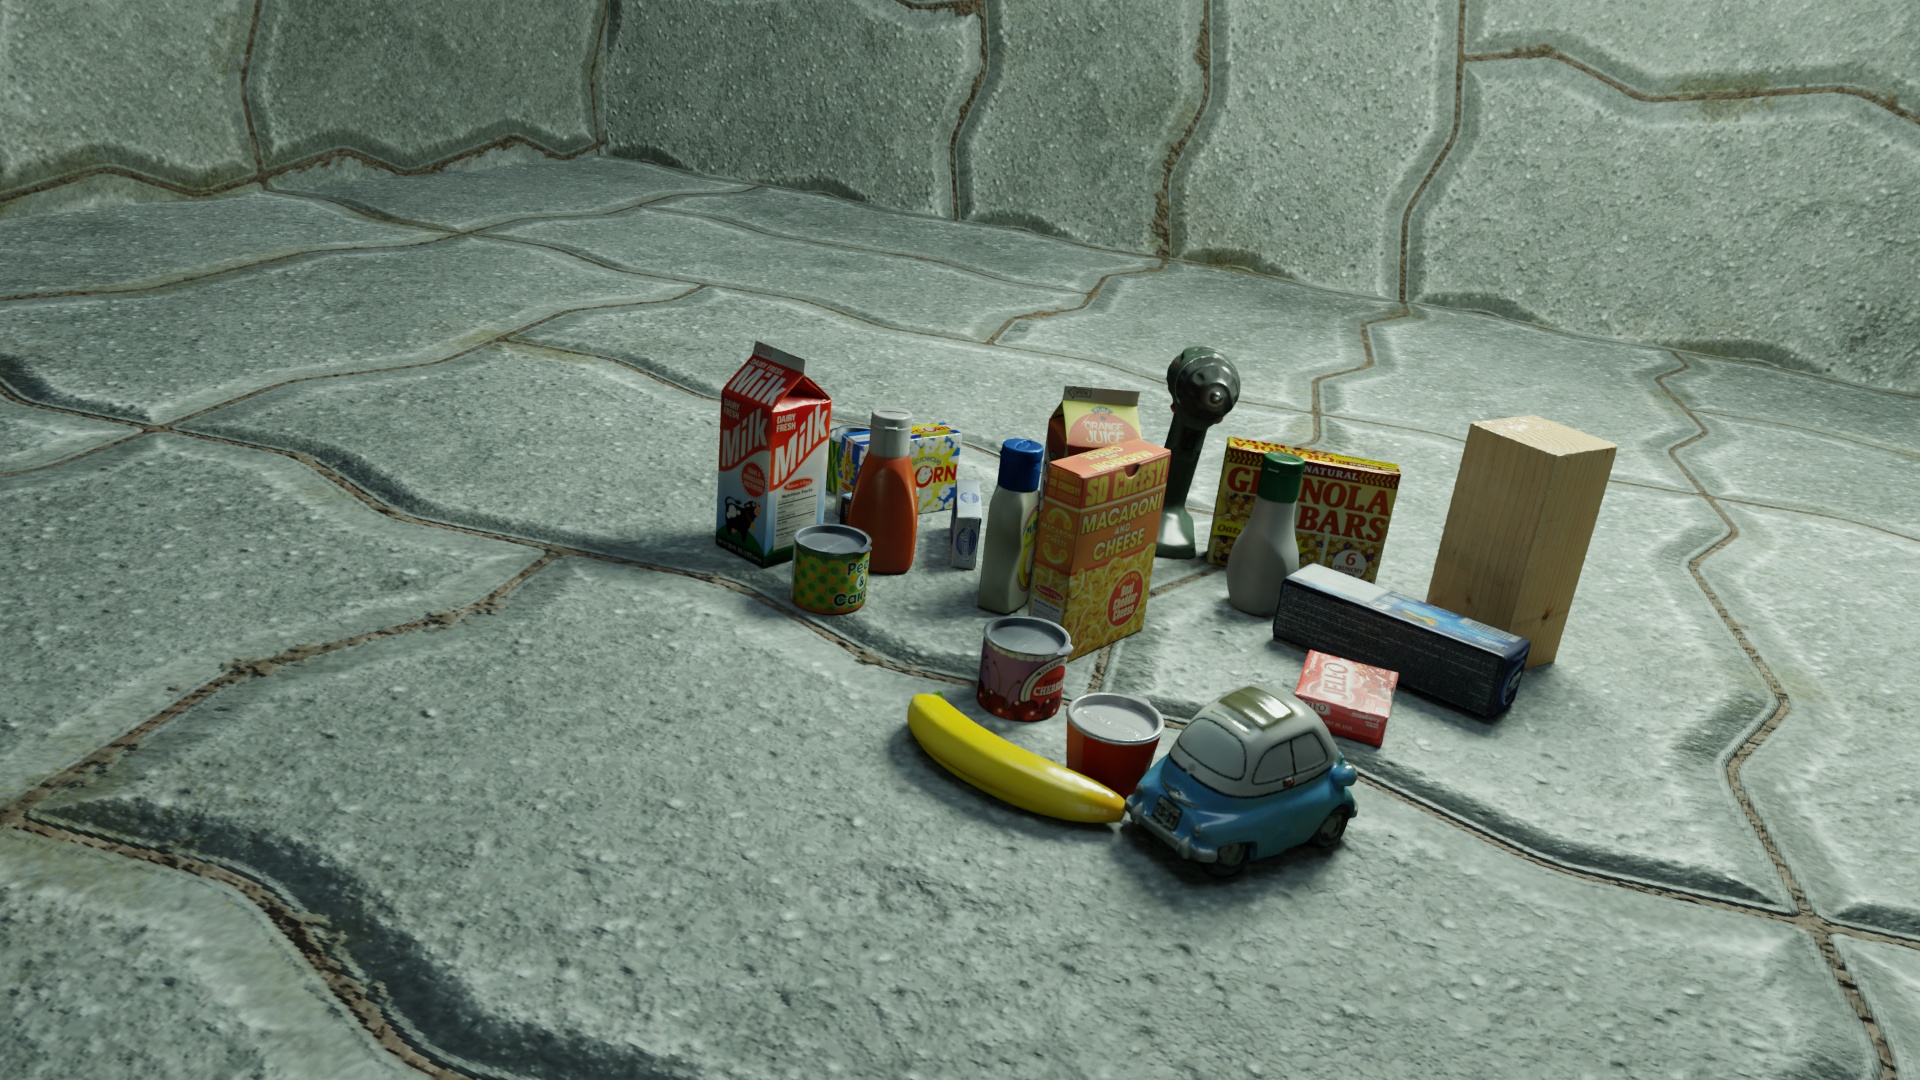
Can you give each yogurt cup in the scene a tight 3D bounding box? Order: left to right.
[{"bbox_3d":[0.104,0.144,0.963,0.072,0.053,0.073,6,22,-2],"label":"yogurt cup"}]

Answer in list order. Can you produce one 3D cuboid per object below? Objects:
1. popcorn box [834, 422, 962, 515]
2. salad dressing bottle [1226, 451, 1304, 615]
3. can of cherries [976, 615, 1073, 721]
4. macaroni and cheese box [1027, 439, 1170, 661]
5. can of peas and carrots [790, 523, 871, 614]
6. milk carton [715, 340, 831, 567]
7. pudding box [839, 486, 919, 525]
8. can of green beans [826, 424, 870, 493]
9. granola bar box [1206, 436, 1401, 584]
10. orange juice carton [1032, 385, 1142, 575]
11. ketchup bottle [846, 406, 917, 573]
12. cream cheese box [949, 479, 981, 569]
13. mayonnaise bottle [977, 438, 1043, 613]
[{"bbox_3d":[-0.062,-0.069,1.399,0.127,0.085,0.038,-10,27,-36],"label":"popcorn box"},{"bbox_3d":[0.281,-0.006,1.261,0.064,0.147,0.044,22,26,34],"label":"salad dressing bottle"},{"bbox_3d":[0.049,0.098,1.055,0.071,0.058,0.072,6,22,-2],"label":"can of cherries"},{"bbox_3d":[0.115,0.008,1.151,0.040,0.165,0.124,24,27,36],"label":"macaroni and cheese box"},{"bbox_3d":[-0.110,0.025,1.190,0.071,0.058,0.071,6,22,-2],"label":"can of peas and carrots"},{"bbox_3d":[-0.169,-0.081,1.257,0.072,0.189,0.074,24,27,36],"label":"milk carton"},{"bbox_3d":[-0.078,-0.025,1.334,0.030,0.049,0.084,22,27,35],"label":"pudding box"},{"bbox_3d":[-0.109,-0.083,1.457,0.071,0.057,0.071,6,22,-2],"label":"can of green beans"},{"bbox_3d":[0.332,-0.026,1.356,0.166,0.123,0.039,10,22,8],"label":"granola bar box"},{"bbox_3d":[0.114,-0.046,1.250,0.072,0.191,0.073,2,22,-11],"label":"orange juice carton"},{"bbox_3d":[-0.068,-0.045,1.254,0.065,0.148,0.044,5,22,-4],"label":"ketchup bottle"},{"bbox_3d":[0.005,-0.017,1.332,0.024,0.053,0.104,5,22,-3],"label":"cream cheese box"},{"bbox_3d":[0.046,-0.014,1.210,0.041,0.147,0.065,14,23,18],"label":"mayonnaise bottle"}]
